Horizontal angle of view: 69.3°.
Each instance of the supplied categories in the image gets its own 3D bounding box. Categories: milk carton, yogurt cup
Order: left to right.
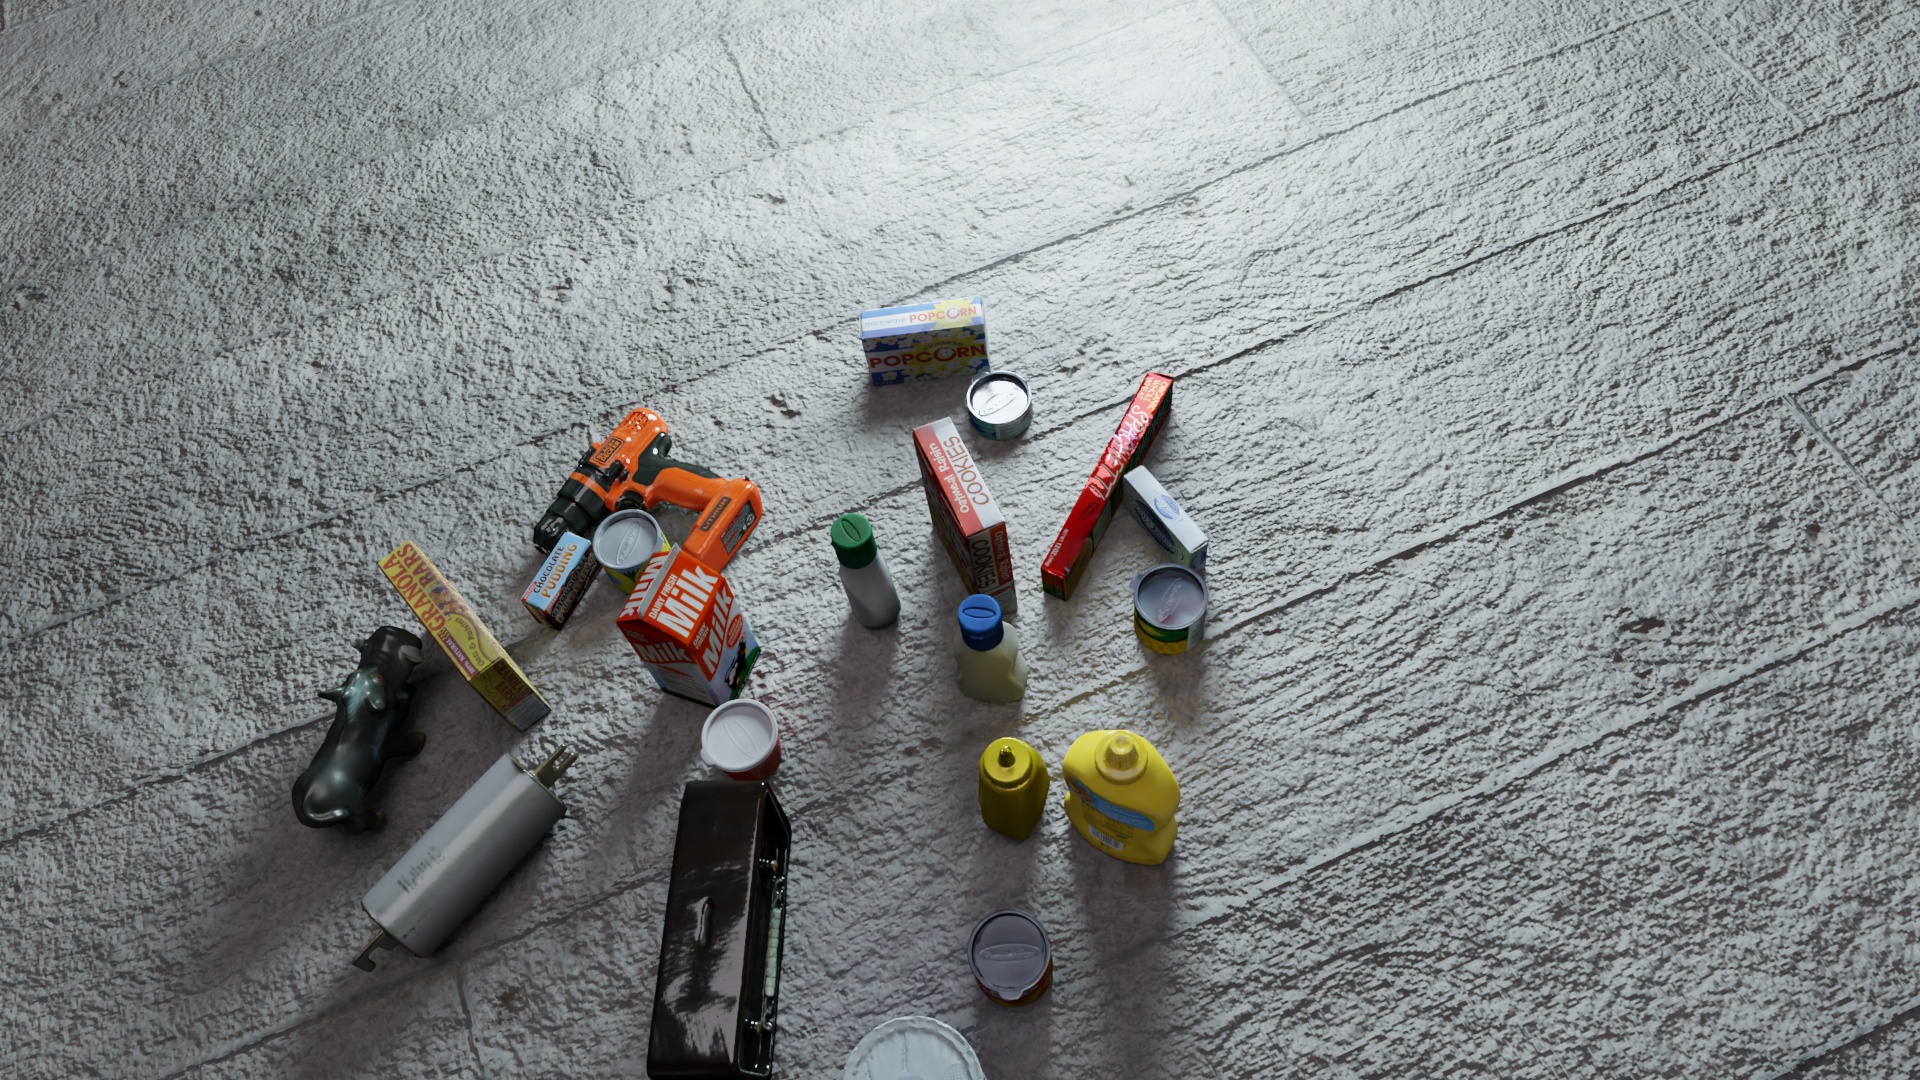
[{"bbox_3d":[-0.241,0.076,1.224,0.073,0.189,0.072,16,64,15],"label":"milk carton"},{"bbox_3d":[-0.191,0.182,1.236,0.072,0.053,0.073,-3,60,5],"label":"yogurt cup"}]

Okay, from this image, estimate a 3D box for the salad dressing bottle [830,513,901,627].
[{"bbox_3d":[-0.088,0.028,1.259,0.044,0.147,0.064,-32,62,-12],"label":"salad dressing bottle"}]

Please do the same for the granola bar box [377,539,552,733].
[{"bbox_3d":[-0.456,0.090,1.278,0.039,0.123,0.166,-40,64,-15],"label":"granola bar box"}]

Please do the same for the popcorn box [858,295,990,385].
[{"bbox_3d":[-0.035,-0.203,1.423,0.127,0.085,0.038,-7,60,2],"label":"popcorn box"}]

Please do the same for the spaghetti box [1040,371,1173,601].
[{"bbox_3d":[0.144,-0.056,1.338,0.029,0.050,0.251,22,65,18],"label":"spaghetti box"}]

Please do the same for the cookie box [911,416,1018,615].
[{"bbox_3d":[0.005,-0.016,1.263,0.040,0.166,0.123,-24,61,-7],"label":"cookie box"}]

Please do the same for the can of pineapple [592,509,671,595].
[{"bbox_3d":[-0.314,0.013,1.345,0.071,0.057,0.071,-3,60,5],"label":"can of pineapple"}]

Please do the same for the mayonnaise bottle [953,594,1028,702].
[{"bbox_3d":[0.023,0.095,1.208,0.065,0.147,0.041,5,61,9],"label":"mayonnaise bottle"}]

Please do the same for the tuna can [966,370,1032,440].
[{"bbox_3d":[0.038,-0.138,1.407,0.071,0.032,0.071,-3,60,5],"label":"tuna can"}]

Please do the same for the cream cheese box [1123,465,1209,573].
[{"bbox_3d":[0.193,-0.018,1.309,0.024,0.053,0.104,-32,62,-11],"label":"cream cheese box"}]

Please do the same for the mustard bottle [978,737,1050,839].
[{"bbox_3d":[0.042,0.196,1.141,0.049,0.159,0.065,19,64,16],"label":"mustard bottle"}]

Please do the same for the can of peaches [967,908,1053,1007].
[{"bbox_3d":[0.041,0.339,1.117,0.071,0.057,0.071,-3,60,5],"label":"can of peaches"}]

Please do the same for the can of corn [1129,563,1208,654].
[{"bbox_3d":[0.188,0.062,1.261,0.071,0.058,0.071,-3,60,5],"label":"can of corn"}]

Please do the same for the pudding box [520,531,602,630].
[{"bbox_3d":[-0.384,0.039,1.342,0.030,0.049,0.084,20,64,17],"label":"pudding box"}]
